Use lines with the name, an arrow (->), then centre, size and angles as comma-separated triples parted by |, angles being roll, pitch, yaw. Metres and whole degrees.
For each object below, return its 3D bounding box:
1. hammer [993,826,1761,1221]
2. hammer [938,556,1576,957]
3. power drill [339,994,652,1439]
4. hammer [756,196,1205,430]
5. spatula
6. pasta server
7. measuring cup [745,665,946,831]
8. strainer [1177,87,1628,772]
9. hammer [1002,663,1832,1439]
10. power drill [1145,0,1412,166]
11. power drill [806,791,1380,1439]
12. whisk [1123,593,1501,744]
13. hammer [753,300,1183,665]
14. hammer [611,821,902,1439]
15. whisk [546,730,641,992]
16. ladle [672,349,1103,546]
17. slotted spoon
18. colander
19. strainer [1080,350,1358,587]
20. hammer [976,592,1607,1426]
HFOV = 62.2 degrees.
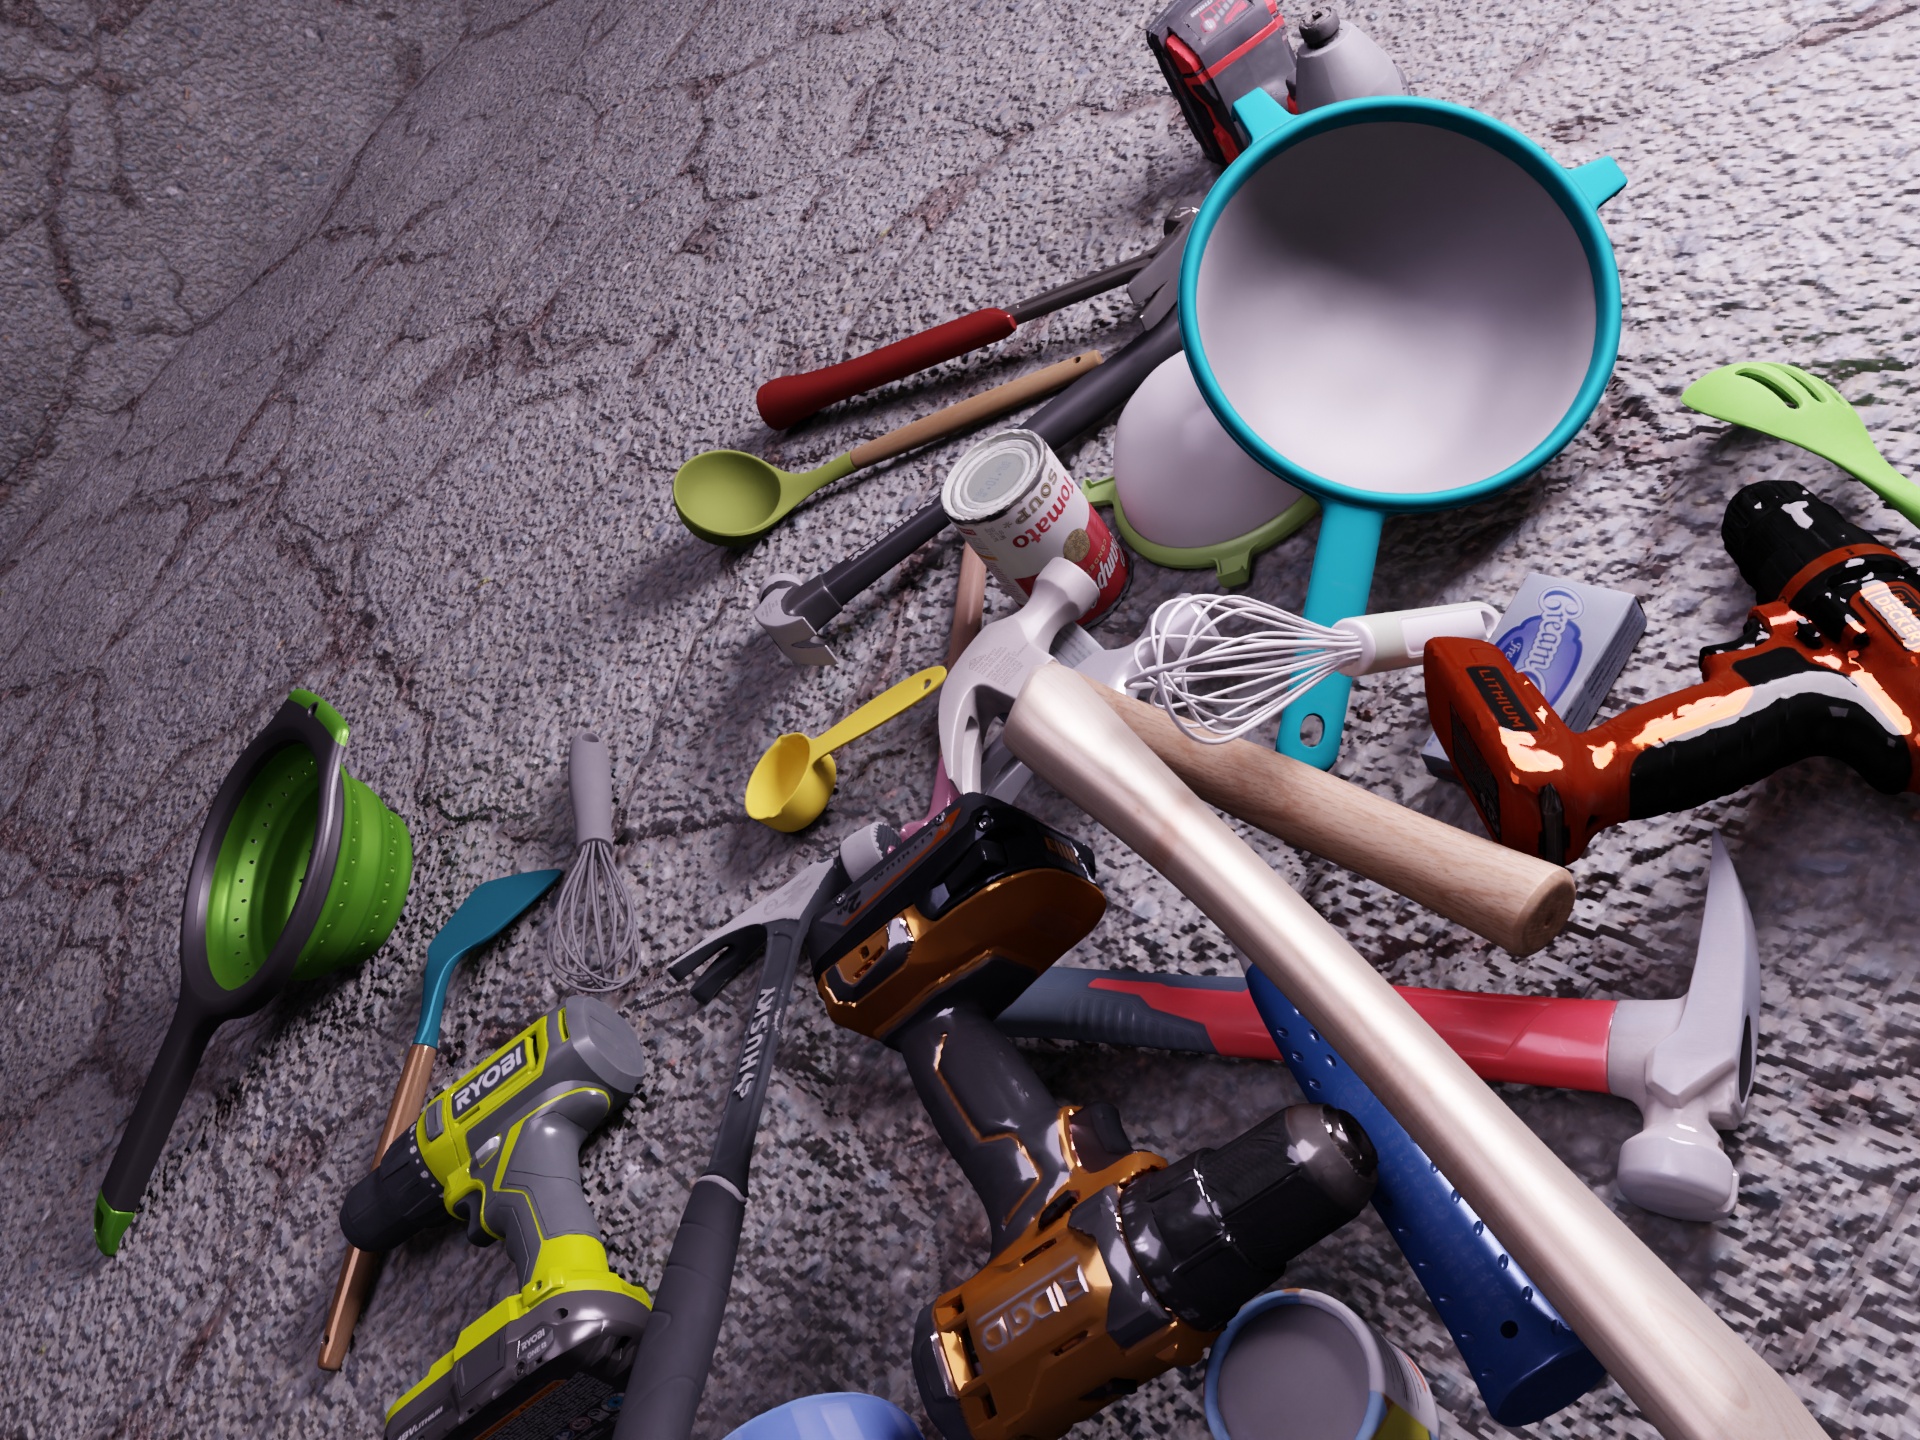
hammer -> 0.127, 0.113, 0.680 | 0.386, 0.038, 0.143 | -3, 53, 38
hammer -> 0.105, 0.021, 0.673 | 0.130, 0.031, 0.332 | -49, 40, -12
power drill -> -0.239, 0.273, 0.813 | 0.190, 0.080, 0.229 | -37, 38, 7
hammer -> -0.003, -0.258, 1.084 | 0.359, 0.036, 0.149 | -12, 31, 35
spatula -> -0.322, 0.227, 0.961 | 0.082, 0.044, 0.318 | -12, 54, 31
pasta server -> -0.001, -0.003, 0.883 | 0.060, 0.040, 0.316 | 7, 50, -1
measuring cup -> -0.060, 0.015, 0.905 | 0.156, 0.029, 0.062 | -32, 39, 27
strainer -> 0.197, -0.133, 0.792 | 0.211, 0.095, 0.340 | 12, 83, 4
hammer -> 0.150, 0.108, 0.532 | 0.411, 0.146, 0.038 | 49, 131, 38
power drill -> 0.202, -0.380, 0.962 | 0.078, 0.143, 0.220 | -36, 38, 5
power drill -> 0.041, 0.135, 0.605 | 0.185, 0.084, 0.226 | -40, 48, 21
whisk -> 0.157, -0.030, 0.656 | 0.059, 0.246, 0.058 | -20, 82, 47
hammer -> 0.015, -0.148, 0.976 | 0.335, 0.035, 0.146 | -36, 21, 3
hammer -> -0.107, 0.197, 0.709 | 0.149, 0.036, 0.409 | -32, 23, 21
whisk -> -0.232, 0.081, 0.994 | 0.055, 0.055, 0.239 | -34, 37, 11
ladle -> -0.055, -0.193, 1.078 | 0.320, 0.062, 0.078 | -18, 54, 23
slotted spoon -> 0.398, -0.065, 0.611 | 0.070, 0.031, 0.314 | -7, 41, -22
colander -> -0.474, 0.181, 1.088 | 0.205, 0.094, 0.397 | 24, 91, 47
strainer -> 0.176, -0.200, 0.882 | 0.256, 0.069, 0.152 | -47, 40, -1
hammer -> 0.118, 0.095, 0.646 | 0.144, 0.035, 0.406 | -35, 39, 6
